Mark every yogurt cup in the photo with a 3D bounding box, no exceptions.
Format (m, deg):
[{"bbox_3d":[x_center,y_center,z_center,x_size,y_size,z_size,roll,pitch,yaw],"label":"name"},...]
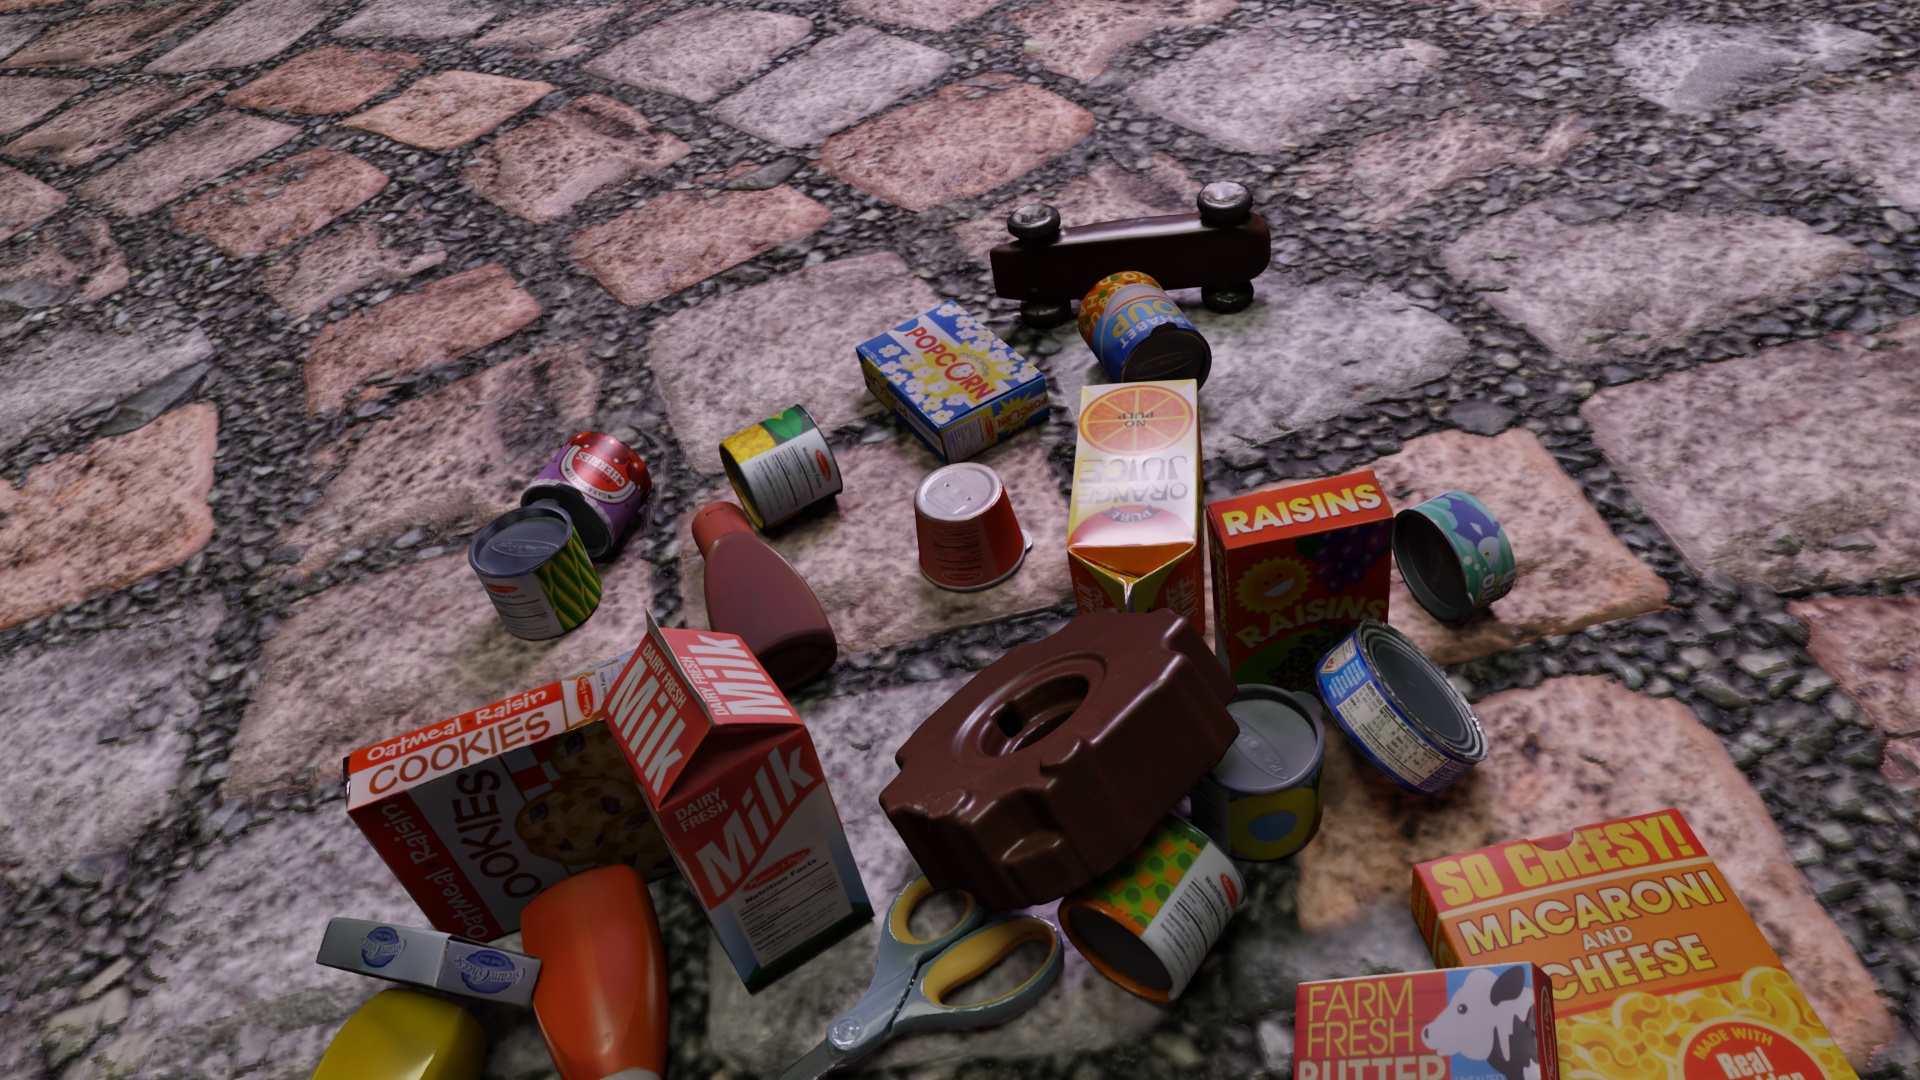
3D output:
[{"bbox_3d":[0.003,-0.011,0.851,0.072,0.053,0.073,-7,42,7],"label":"yogurt cup"}]

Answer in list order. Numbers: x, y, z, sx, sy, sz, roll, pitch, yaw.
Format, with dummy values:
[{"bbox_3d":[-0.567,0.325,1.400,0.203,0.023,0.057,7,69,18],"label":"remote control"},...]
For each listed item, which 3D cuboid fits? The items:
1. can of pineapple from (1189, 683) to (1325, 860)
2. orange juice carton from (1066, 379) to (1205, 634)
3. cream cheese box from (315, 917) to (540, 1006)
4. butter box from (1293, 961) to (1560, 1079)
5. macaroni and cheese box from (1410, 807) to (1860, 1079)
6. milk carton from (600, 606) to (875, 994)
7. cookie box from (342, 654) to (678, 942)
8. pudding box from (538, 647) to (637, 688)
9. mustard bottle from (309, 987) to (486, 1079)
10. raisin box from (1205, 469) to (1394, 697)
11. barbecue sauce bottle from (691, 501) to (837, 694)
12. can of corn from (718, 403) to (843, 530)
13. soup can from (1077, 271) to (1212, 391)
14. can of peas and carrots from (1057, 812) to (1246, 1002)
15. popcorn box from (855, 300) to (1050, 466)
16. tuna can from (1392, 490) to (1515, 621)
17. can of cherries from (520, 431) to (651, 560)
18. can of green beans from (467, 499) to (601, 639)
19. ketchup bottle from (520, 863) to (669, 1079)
[{"bbox_3d":[0.146,0.113,0.679,0.071,0.057,0.071,-7,42,6],"label":"can of pineapple"},{"bbox_3d":[0.104,-0.008,0.810,0.073,0.071,0.194,-3,42,12],"label":"orange juice carton"},{"bbox_3d":[-0.252,0.199,0.658,0.103,0.053,0.024,-6,62,37],"label":"cream cheese box"},{"bbox_3d":[0.186,0.203,0.560,0.103,0.024,0.053,-20,44,35],"label":"butter box"},{"bbox_3d":[0.276,0.196,0.570,0.124,0.040,0.167,-12,42,-1],"label":"macaroni and cheese box"},{"bbox_3d":[-0.104,0.115,0.636,0.074,0.189,0.072,-28,44,-17],"label":"milk carton"},{"bbox_3d":[-0.198,0.129,0.694,0.168,0.122,0.040,-19,41,-7],"label":"cookie box"},{"bbox_3d":[-0.205,0.099,0.784,0.084,0.049,0.030,-22,44,-10],"label":"pudding box"},{"bbox_3d":[-0.271,0.278,0.605,0.065,0.048,0.161,6,46,20],"label":"mustard bottle"},{"bbox_3d":[0.175,0.028,0.716,0.086,0.122,0.040,-11,42,2],"label":"raisin box"},{"bbox_3d":[-0.127,0.030,0.845,0.065,0.043,0.149,-23,42,-12],"label":"barbecue sauce bottle"},{"bbox_3d":[-0.119,-0.048,0.913,0.058,0.070,0.071,-28,44,-16],"label":"can of corn"},{"bbox_3d":[0.124,-0.139,0.949,0.071,0.071,0.084,-18,42,-7],"label":"soup can"},{"bbox_3d":[0.085,0.165,0.632,0.071,0.070,0.059,22,53,32],"label":"can of peas and carrots"},{"bbox_3d":[-0.006,-0.112,0.976,0.085,0.038,0.127,-29,45,-16],"label":"popcorn box"},{"bbox_3d":[0.269,0.009,0.757,0.033,0.070,0.071,-22,43,-11],"label":"tuna can"},{"bbox_3d":[-0.246,-0.031,0.920,0.071,0.071,0.059,7,45,21],"label":"can of cherries"},{"bbox_3d":[-0.268,0.020,0.878,0.071,0.057,0.071,-7,42,6],"label":"can of green beans"},{"bbox_3d":[-0.163,0.223,0.642,0.065,0.043,0.149,-24,43,-6],"label":"ketchup bottle"}]
